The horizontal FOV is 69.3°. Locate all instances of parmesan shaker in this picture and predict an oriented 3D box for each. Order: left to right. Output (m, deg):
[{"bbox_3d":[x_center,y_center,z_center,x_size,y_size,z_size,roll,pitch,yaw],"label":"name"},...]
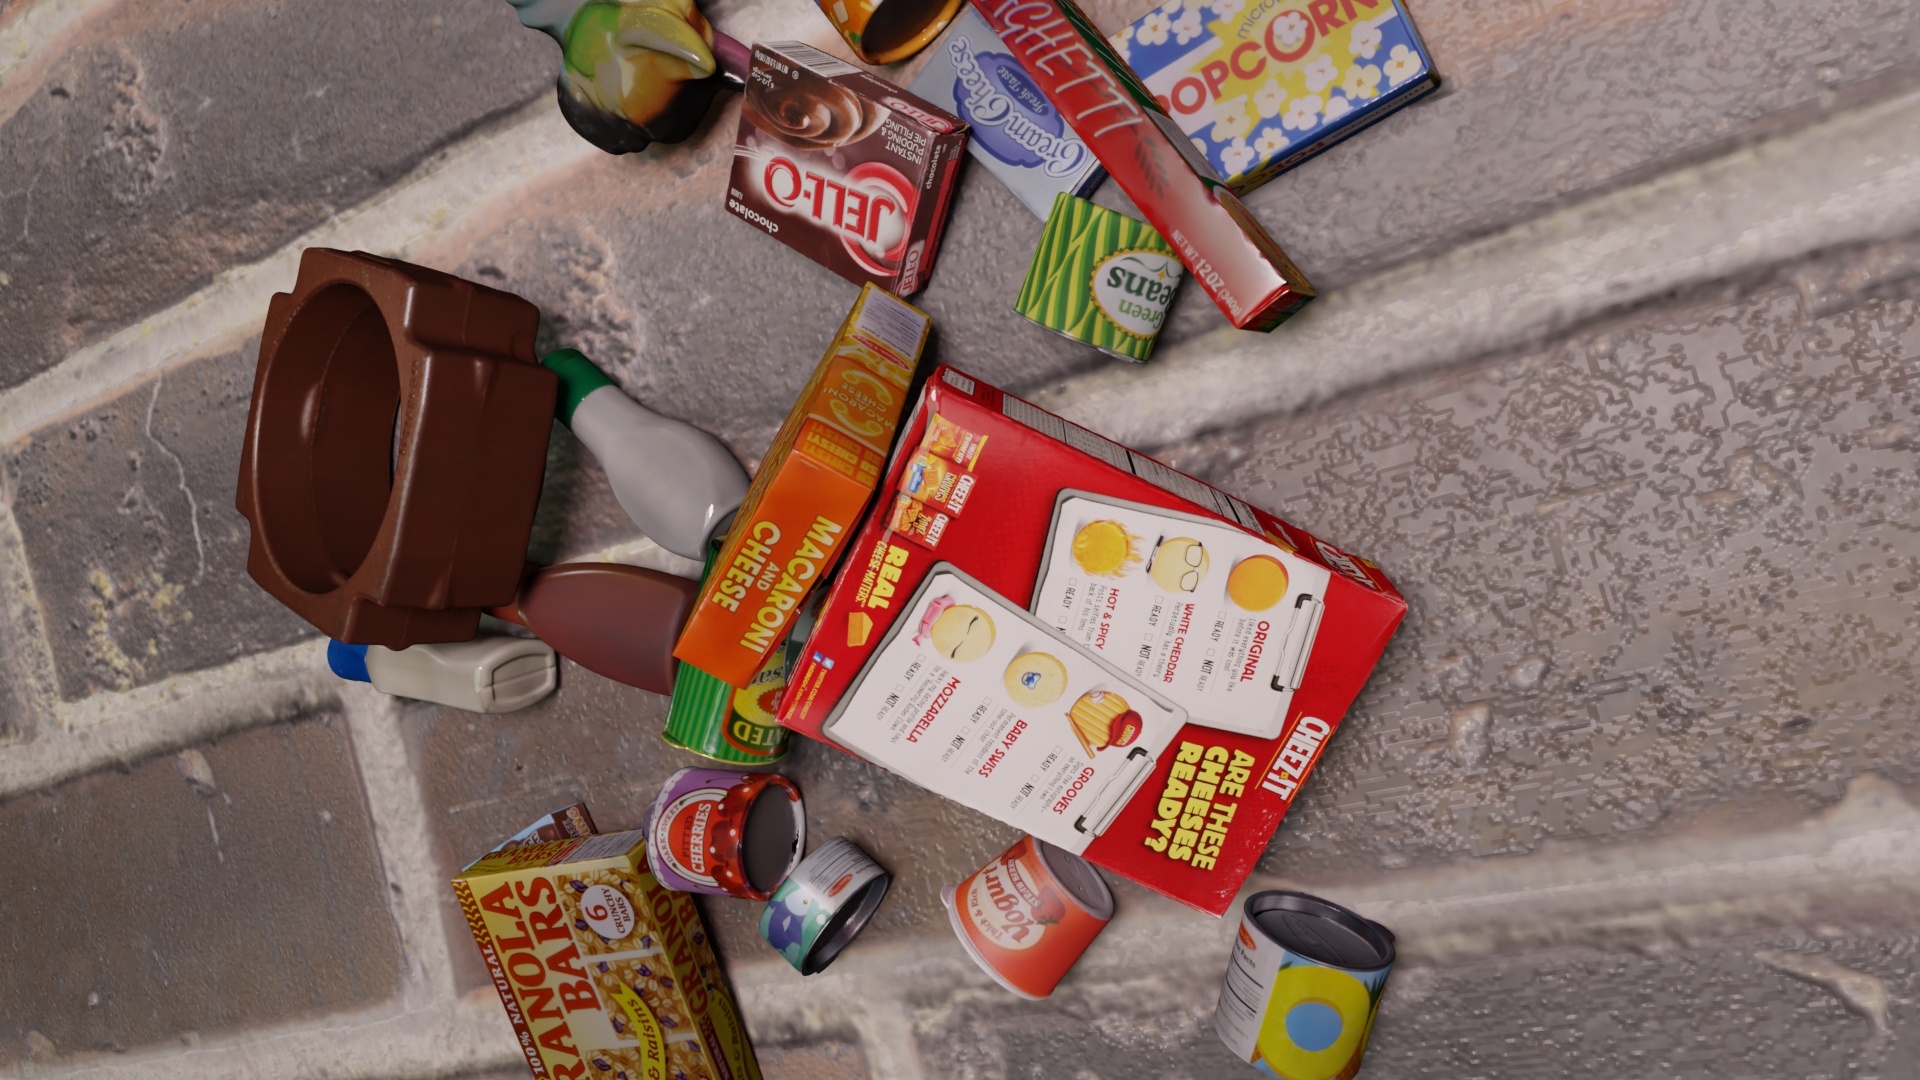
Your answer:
[{"bbox_3d":[-0.111,0.056,0.718,0.071,0.071,0.102,21,103,23],"label":"parmesan shaker"}]

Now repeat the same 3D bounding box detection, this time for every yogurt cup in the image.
[{"bbox_3d":[0.036,0.176,0.663,0.054,0.072,0.072,-47,75,13],"label":"yogurt cup"}]

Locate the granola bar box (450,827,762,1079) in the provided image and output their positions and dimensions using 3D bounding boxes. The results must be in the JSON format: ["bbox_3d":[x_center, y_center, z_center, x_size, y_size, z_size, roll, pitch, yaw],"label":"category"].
[{"bbox_3d":[-0.195,0.245,0.771,0.124,0.039,0.165,-13,102,23],"label":"granola bar box"}]

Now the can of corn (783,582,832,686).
[{"bbox_3d":[-0.045,0.060,0.692,0.058,0.071,0.071,11,99,24],"label":"can of corn"}]

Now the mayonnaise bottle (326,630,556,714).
[{"bbox_3d":[-0.313,0.073,0.824,0.148,0.065,0.041,4,100,29],"label":"mayonnaise bottle"}]

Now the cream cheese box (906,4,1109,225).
[{"bbox_3d":[0.027,-0.201,0.657,0.104,0.024,0.053,47,113,15],"label":"cream cheese box"}]

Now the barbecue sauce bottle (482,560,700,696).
[{"bbox_3d":[-0.208,0.040,0.779,0.148,0.044,0.064,13,97,25],"label":"barbecue sauce bottle"}]

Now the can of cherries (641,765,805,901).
[{"bbox_3d":[-0.124,0.155,0.732,0.058,0.071,0.071,1,95,25],"label":"can of cherries"}]

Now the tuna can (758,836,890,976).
[{"bbox_3d":[-0.070,0.188,0.713,0.033,0.071,0.071,37,109,19],"label":"tuna can"}]

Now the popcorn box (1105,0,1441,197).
[{"bbox_3d":[0.129,-0.204,0.600,0.126,0.038,0.085,-26,84,25],"label":"popcorn box"}]

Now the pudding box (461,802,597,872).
[{"bbox_3d":[-0.249,0.195,0.818,0.083,0.030,0.050,-32,80,24],"label":"pudding box"}]

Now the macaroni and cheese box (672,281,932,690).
[{"bbox_3d":[-0.067,-0.029,0.630,0.040,0.167,0.123,28,122,-11],"label":"macaroni and cheese box"}]

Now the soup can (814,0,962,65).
[{"bbox_3d":[-0.046,-0.279,0.665,0.071,0.071,0.084,-40,78,23],"label":"soup can"}]

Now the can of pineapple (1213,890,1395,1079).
[{"bbox_3d":[0.151,0.195,0.608,0.071,0.071,0.057,18,103,23],"label":"can of pineapple"}]

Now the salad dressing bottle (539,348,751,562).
[{"bbox_3d":[-0.175,-0.050,0.757,0.148,0.044,0.064,40,112,19],"label":"salad dressing bottle"}]

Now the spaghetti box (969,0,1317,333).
[{"bbox_3d":[0.058,-0.190,0.585,0.028,0.050,0.250,-42,76,24],"label":"spaghetti box"}]

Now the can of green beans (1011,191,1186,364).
[{"bbox_3d":[0.064,-0.118,0.623,0.071,0.071,0.057,27,105,21],"label":"can of green beans"}]
